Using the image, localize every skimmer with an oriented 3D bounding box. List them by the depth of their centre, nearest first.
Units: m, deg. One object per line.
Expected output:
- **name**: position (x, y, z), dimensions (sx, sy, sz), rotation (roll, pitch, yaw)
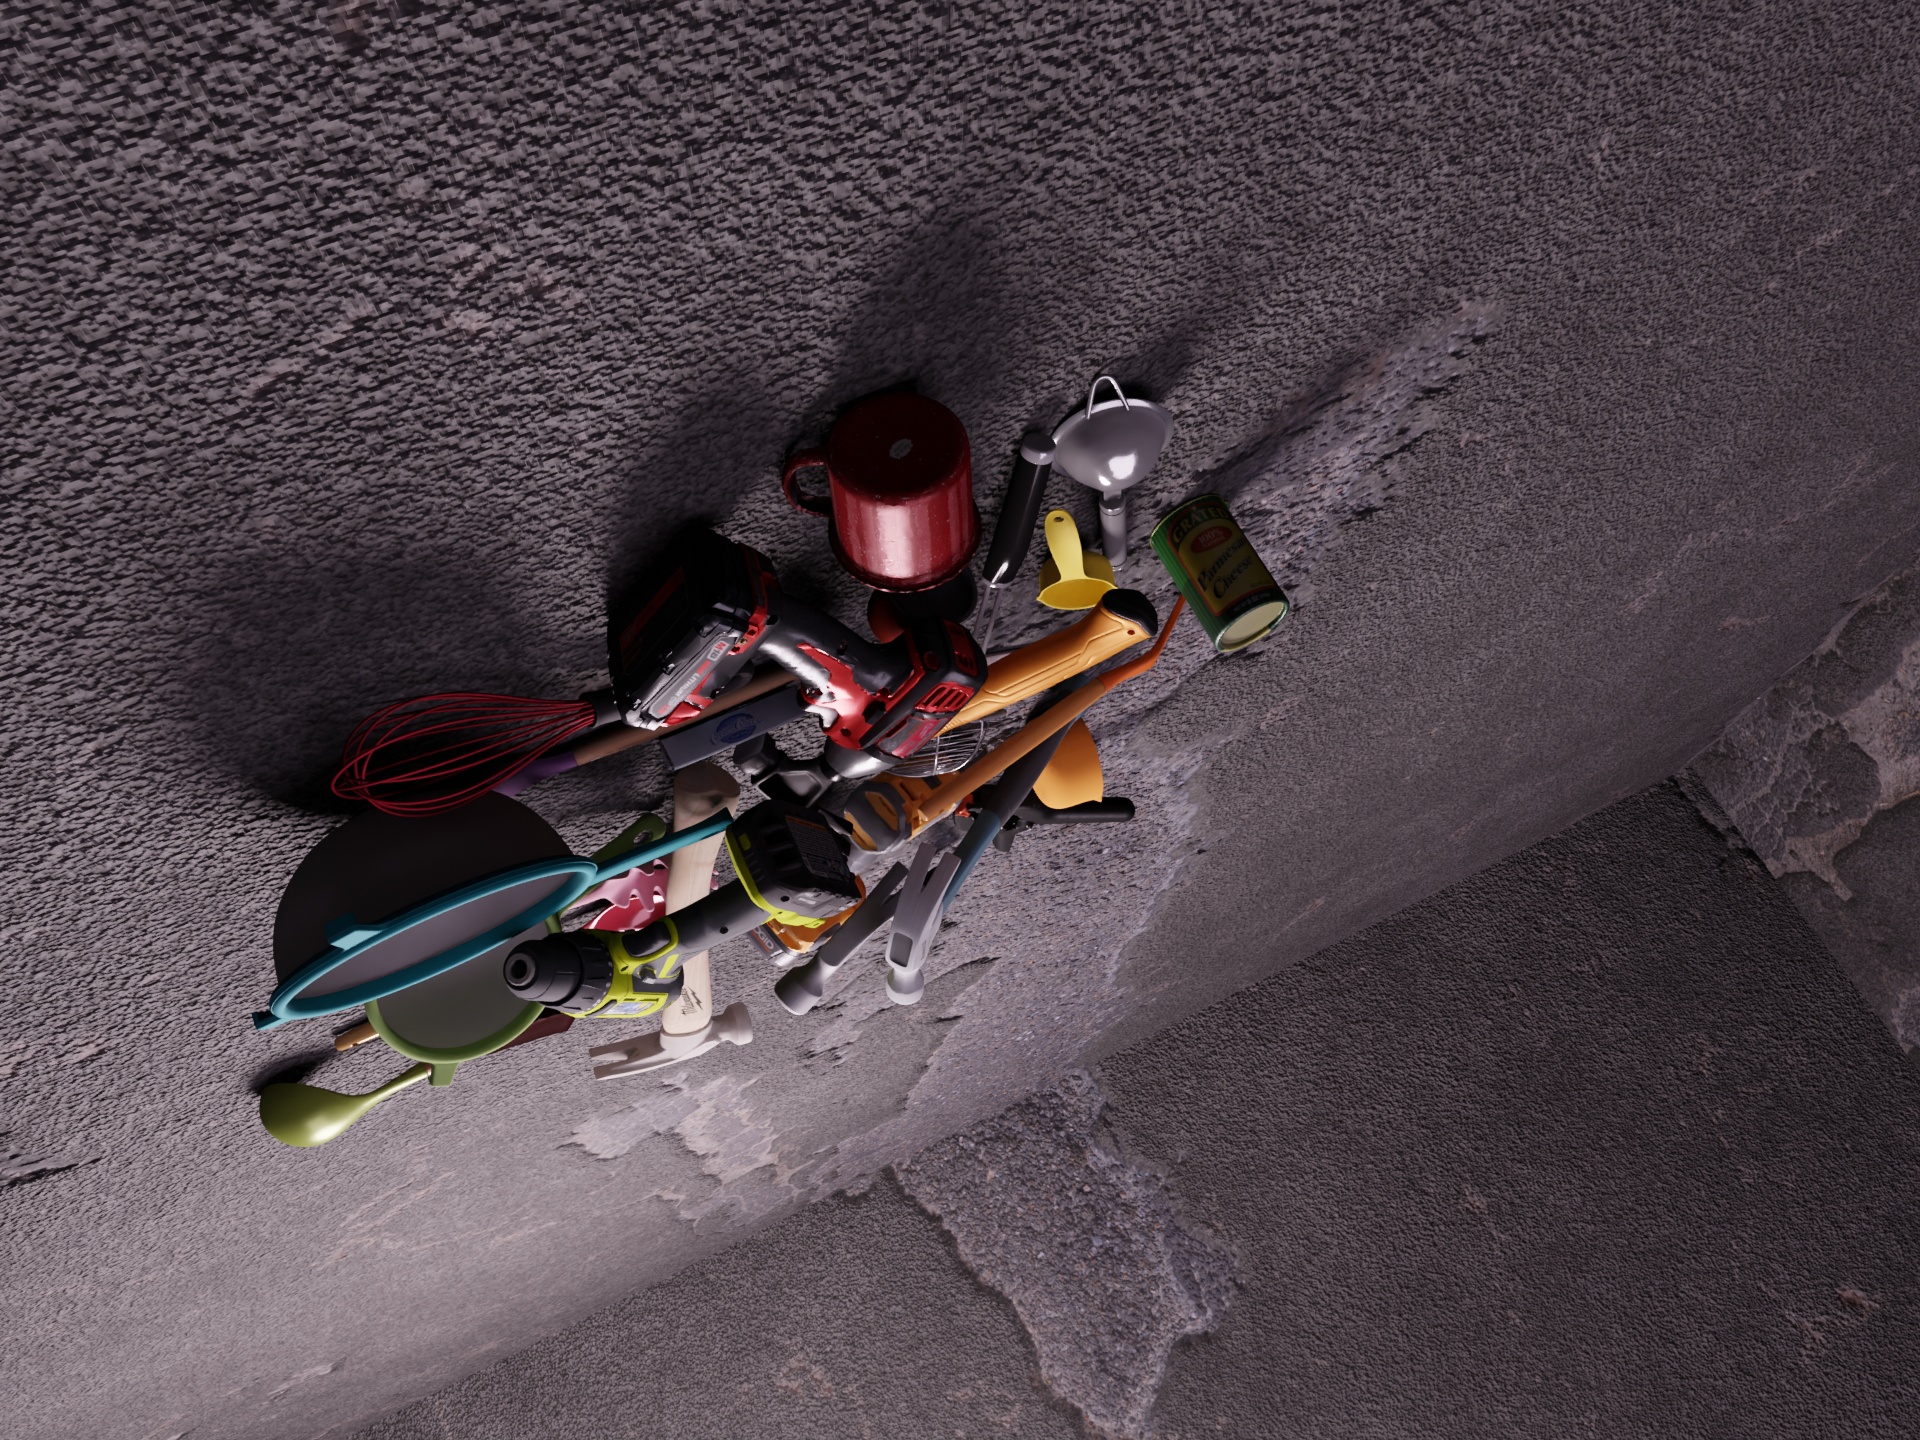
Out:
- **skimmer**: position (0.002, -0.080, 1.161), dimensions (0.127, 0.090, 0.363), rotation (-10, 142, -24)

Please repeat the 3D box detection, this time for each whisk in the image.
- **whisk**: position (-0.252, -0.002, 1.000), dimensions (0.296, 0.073, 0.073), rotation (-18, 157, -40)

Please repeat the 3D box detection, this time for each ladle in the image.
- **ladle**: position (-0.375, 0.207, 1.340), dimensions (0.315, 0.031, 0.069), rotation (-24, 151, -7)
- **ladle**: position (-0.457, 0.287, 1.414), dimensions (0.320, 0.062, 0.078), rotation (-24, 157, -29)

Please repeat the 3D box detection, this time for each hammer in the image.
- **hammer**: position (-0.002, -0.004, 1.149), dimensions (0.337, 0.034, 0.127), rotation (-26, 126, 27)
- **hammer**: position (0.029, 0.074, 1.294), dimensions (0.331, 0.033, 0.128), rotation (-54, 160, -40)
- **hammer**: position (-0.234, 0.174, 1.307), dimensions (0.146, 0.038, 0.410), rotation (-12, 144, -21)
- **hammer**: position (-0.054, 0.169, 1.441), dimensions (0.144, 0.035, 0.405), rotation (-46, 173, 9)

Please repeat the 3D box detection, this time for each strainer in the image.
- **strainer**: position (-0.303, 0.085, 1.053), dimensions (0.340, 0.095, 0.211), rotation (-21, 169, -43)
- **strainer**: position (0.108, -0.155, 1.111), dimensions (0.087, 0.050, 0.258), rotation (-13, 161, 2)
- **strainer**: position (-0.340, 0.143, 1.205), dimensions (0.256, 0.069, 0.151), rotation (-38, 127, -23)

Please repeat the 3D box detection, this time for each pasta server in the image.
- **pasta server**: position (-0.346, 0.160, 1.258), dimensions (0.316, 0.040, 0.060), rotation (-17, 146, -23)

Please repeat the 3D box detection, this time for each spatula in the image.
- **spatula**: position (-0.241, 0.014, 1.090), dimensions (0.316, 0.018, 0.059), rotation (-22, 156, -14)
- **spatula**: position (0.087, -0.021, 1.270), dimensions (0.322, 0.041, 0.081), rotation (-35, 164, -21)

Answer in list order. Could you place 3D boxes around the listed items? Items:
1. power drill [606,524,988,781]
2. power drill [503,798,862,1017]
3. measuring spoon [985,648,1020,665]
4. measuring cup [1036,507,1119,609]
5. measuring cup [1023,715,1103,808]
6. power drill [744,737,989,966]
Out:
- **power drill**: position (-0.103, -0.027, 1.001), dimensions (0.219, 0.079, 0.143), rotation (19, 131, -38)
- **power drill**: position (-0.204, 0.147, 1.157), dimensions (0.228, 0.080, 0.190), rotation (-30, 162, 10)
- **measuring spoon**: position (0.041, -0.045, 1.296), dimensions (0.124, 0.018, 0.034), rotation (-12, 153, -34)
- **measuring cup**: position (0.078, -0.123, 1.140), dimensions (0.062, 0.029, 0.156), rotation (-7, 158, 9)
- **measuring cup**: position (0.081, 0.042, 1.476), dimensions (0.052, 0.095, 0.173), rotation (-18, 174, -13)
- **power drill**: position (-0.077, 0.102, 1.379), dimensions (0.226, 0.084, 0.185), rotation (-45, 172, 32)
